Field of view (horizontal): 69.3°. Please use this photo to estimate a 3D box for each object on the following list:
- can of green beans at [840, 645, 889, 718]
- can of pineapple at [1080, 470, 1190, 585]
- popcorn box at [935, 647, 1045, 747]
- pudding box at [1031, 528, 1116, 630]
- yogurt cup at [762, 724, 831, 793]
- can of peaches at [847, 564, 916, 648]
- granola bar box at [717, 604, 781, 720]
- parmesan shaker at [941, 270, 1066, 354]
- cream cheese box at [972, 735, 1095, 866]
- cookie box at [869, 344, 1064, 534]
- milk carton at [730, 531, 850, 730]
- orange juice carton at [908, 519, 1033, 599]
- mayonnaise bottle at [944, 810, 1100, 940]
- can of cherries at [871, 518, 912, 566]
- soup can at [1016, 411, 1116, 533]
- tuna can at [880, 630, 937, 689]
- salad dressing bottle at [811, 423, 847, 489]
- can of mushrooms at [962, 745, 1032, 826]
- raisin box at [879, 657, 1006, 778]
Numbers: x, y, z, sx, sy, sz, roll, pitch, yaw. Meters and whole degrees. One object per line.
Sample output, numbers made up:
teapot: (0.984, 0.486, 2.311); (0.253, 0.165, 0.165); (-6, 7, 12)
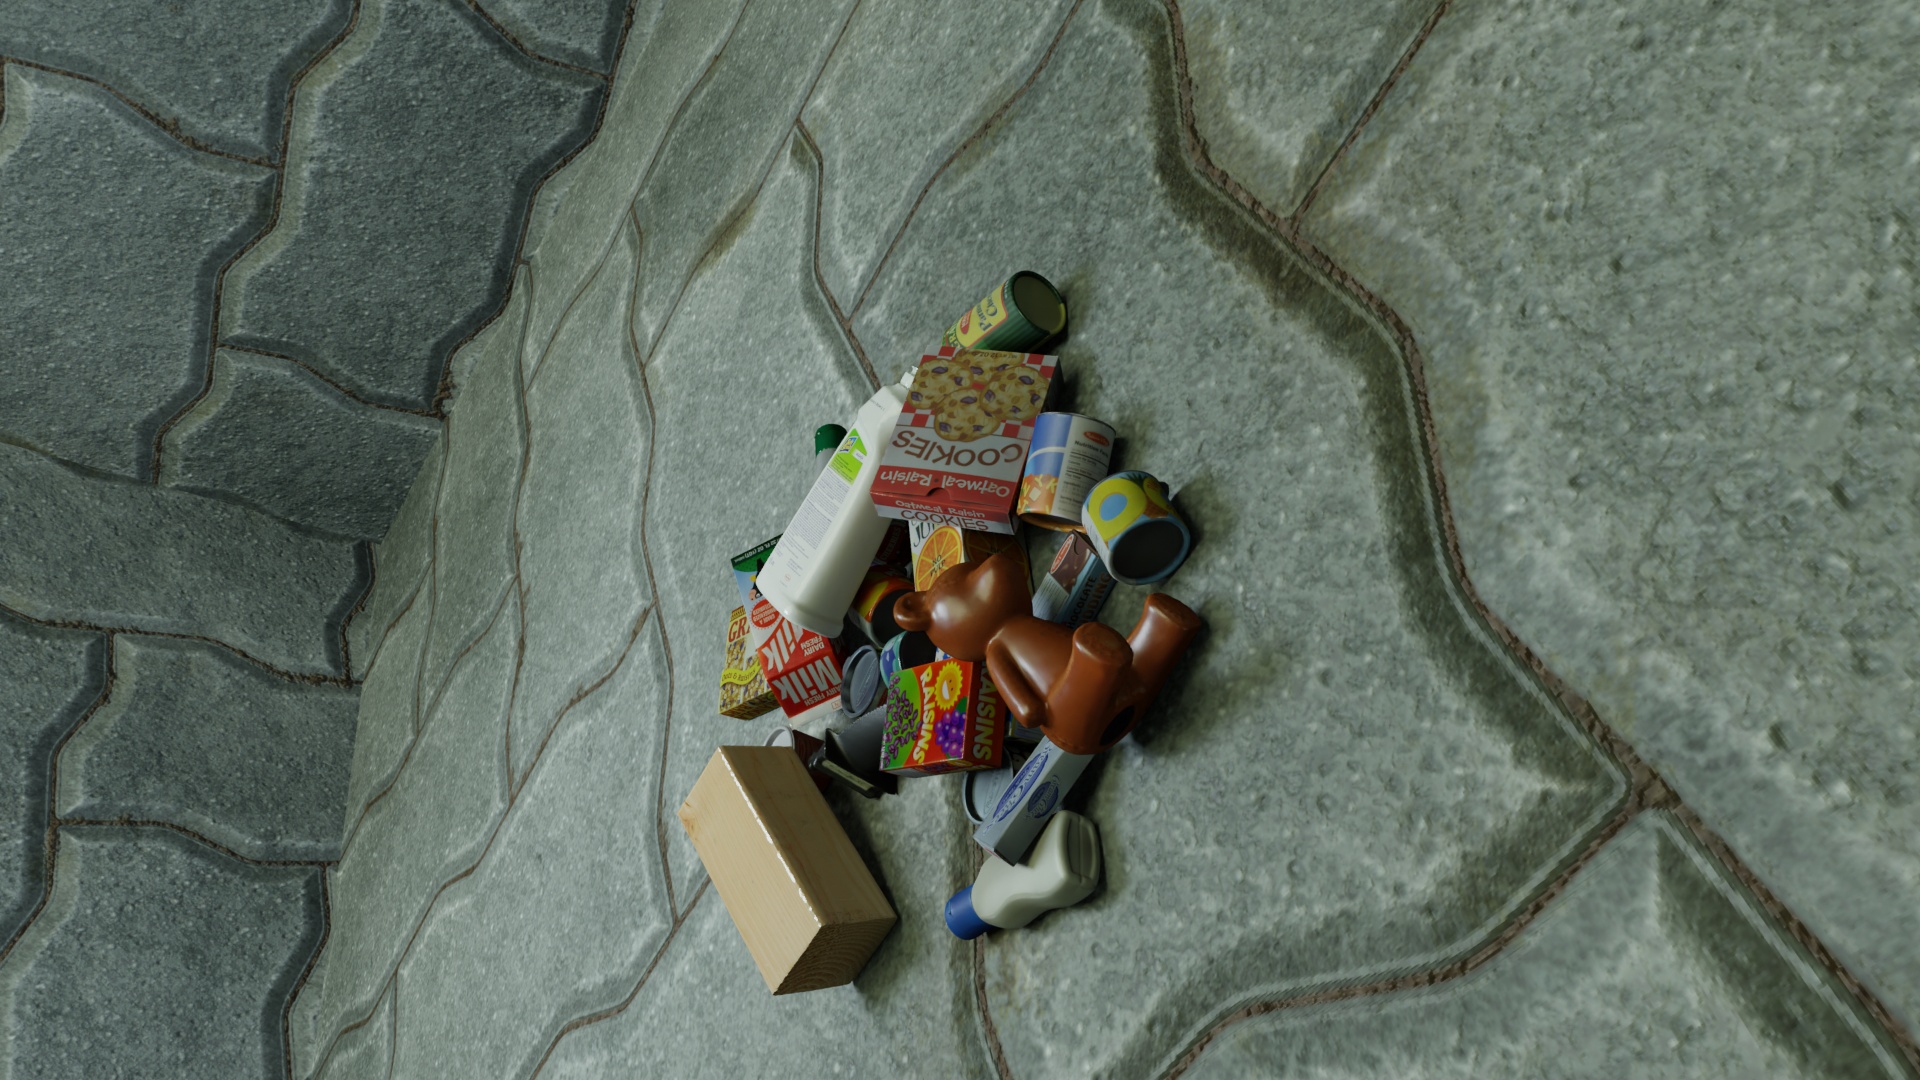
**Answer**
can of green beans: (-0.067, 0.133, 1.256); (0.071, 0.058, 0.071); (-33, 48, 45)
can of pineapple: (0.130, -0.010, 1.022); (0.070, 0.071, 0.058); (-54, 35, 25)
popcorn box: (0.023, 0.125, 1.138); (0.126, 0.038, 0.085); (-15, 62, 54)
pudding box: (0.088, 0.040, 1.093); (0.083, 0.030, 0.050); (-62, 31, 13)
yogurt cup: (-0.159, 0.218, 1.356); (0.072, 0.054, 0.073); (-33, 47, 45)
can of peaches: (-0.065, 0.060, 1.286); (0.058, 0.071, 0.071); (36, 104, 58)
granola bar box: (-0.201, 0.115, 1.492); (0.165, 0.039, 0.124); (-27, 51, 48)
parmesan shaker: (0.040, -0.194, 1.265); (0.102, 0.071, 0.071); (-33, 47, 45)
cream cheese box: (0.053, 0.188, 1.025); (0.104, 0.024, 0.053); (-52, 12, -13)
cookie box: (0.007, -0.089, 1.177); (0.123, 0.040, 0.168); (8, 57, 18)
milk carton: (-0.159, 0.092, 1.367); (0.072, 0.073, 0.191); (-25, 56, 5)
orange juice carton: (0.004, -0.015, 1.213); (0.071, 0.073, 0.193); (-43, 40, 38)
mayonnaise bottle: (0.044, 0.256, 1.034); (0.147, 0.041, 0.065); (-42, 33, 40)
can of cherries: (-0.081, -0.006, 1.355); (0.071, 0.058, 0.072); (-34, 46, 44)
soup can: (0.083, -0.054, 1.118); (0.071, 0.071, 0.084); (-3, 71, 57)
tuna can: (-0.036, 0.106, 1.213); (0.032, 0.071, 0.071); (-30, 49, 48)
salad dressing bottle: (-0.135, -0.060, 1.484); (0.064, 0.044, 0.148); (-45, 38, 38)
can of mushrooms: (0.034, 0.194, 1.089); (0.070, 0.033, 0.071); (-34, 46, 44)
raisin box: (-0.013, 0.142, 1.111); (0.123, 0.040, 0.086); (-21, 57, 53)
